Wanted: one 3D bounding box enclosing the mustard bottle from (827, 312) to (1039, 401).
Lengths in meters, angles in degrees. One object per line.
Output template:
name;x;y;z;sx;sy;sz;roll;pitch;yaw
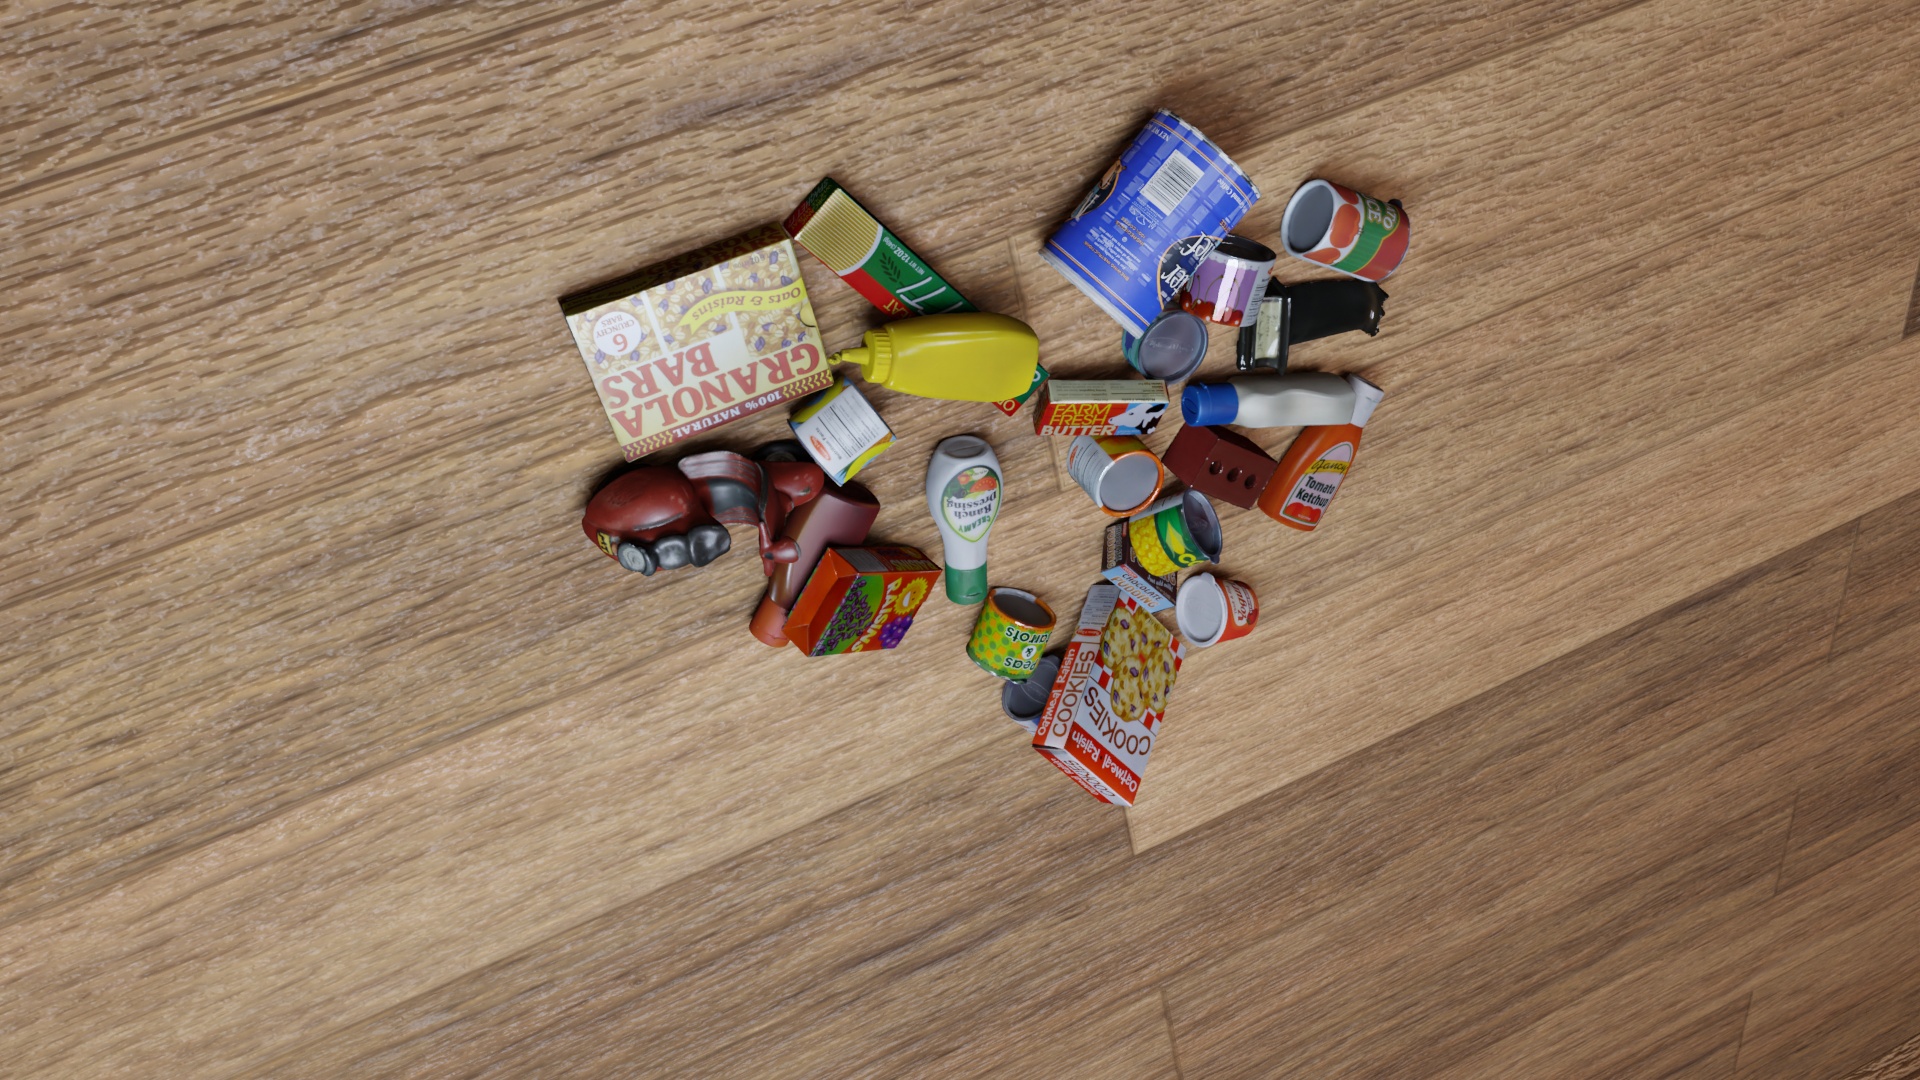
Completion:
mustard bottle;-0.022;-0.138;1.036;0.160;0.049;0.065;-1;123;-23

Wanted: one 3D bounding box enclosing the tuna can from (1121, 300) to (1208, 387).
tuna can;0.169;-0.163;1.157;0.071;0.033;0.070;-12;125;-18

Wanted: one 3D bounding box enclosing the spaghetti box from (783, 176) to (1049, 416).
spaghetti box;-0.026;-0.179;1.058;0.050;0.029;0.249;-47;127;10

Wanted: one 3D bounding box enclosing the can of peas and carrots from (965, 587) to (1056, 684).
can of peas and carrots;0.046;0.084;1.235;0.071;0.071;0.058;8;116;-29

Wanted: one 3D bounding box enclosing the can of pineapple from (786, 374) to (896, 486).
can of pineapple;-0.091;-0.085;1.067;0.058;0.071;0.071;-39;128;2

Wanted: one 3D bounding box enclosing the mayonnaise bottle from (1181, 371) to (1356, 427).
mayonnaise bottle;0.267;-0.122;1.213;0.148;0.065;0.041;-5;118;-17

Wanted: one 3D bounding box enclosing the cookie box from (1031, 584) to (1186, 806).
cookie box;0.139;0.143;1.279;0.122;0.040;0.168;43;60;-38

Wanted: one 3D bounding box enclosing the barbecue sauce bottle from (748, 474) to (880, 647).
barbecue sauce bottle;-0.125;0.019;1.131;0.065;0.044;0.148;14;114;-39

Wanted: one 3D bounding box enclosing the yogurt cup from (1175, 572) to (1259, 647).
yogurt cup;0.246;0.066;1.322;0.054;0.072;0.072;-1;121;-34

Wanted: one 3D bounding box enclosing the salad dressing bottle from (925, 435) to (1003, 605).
salad dressing bottle;0.004;-0.015;1.169;0.064;0.044;0.146;-14;125;-18

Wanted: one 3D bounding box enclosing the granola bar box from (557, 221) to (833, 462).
granola bar box;-0.186;-0.142;1.001;0.166;0.039;0.123;-22;127;-10

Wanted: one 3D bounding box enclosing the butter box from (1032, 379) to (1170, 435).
butter box;0.115;-0.110;1.148;0.104;0.024;0.053;-2;152;-11

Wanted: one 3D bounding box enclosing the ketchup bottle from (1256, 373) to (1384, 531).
ketchup bottle;0.335;-0.082;1.280;0.065;0.044;0.148;15;112;-31

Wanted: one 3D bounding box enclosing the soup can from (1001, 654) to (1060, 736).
soup can;0.091;0.156;1.305;0.071;0.071;0.083;-43;129;6

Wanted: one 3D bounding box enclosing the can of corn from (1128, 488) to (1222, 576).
can of corn;0.192;-0.005;1.234;0.058;0.071;0.071;-22;137;34

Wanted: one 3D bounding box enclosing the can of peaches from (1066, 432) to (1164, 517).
can of peaches;0.135;-0.062;1.190;0.071;0.058;0.071;-12;124;-17

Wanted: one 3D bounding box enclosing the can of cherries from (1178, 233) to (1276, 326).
can of cherries;0.214;-0.213;1.127;0.071;0.072;0.058;-2;122;-24

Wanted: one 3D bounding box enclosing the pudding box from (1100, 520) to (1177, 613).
pudding box;0.163;0.025;1.262;0.030;0.050;0.083;-20;138;36

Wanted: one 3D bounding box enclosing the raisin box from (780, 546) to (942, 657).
raisin box;-0.079;0.049;1.142;0.123;0.040;0.086;1;124;-59

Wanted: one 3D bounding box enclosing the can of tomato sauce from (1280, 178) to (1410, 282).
can of tomato sauce;0.318;-0.257;1.144;0.083;0.071;0.071;10;116;-29
